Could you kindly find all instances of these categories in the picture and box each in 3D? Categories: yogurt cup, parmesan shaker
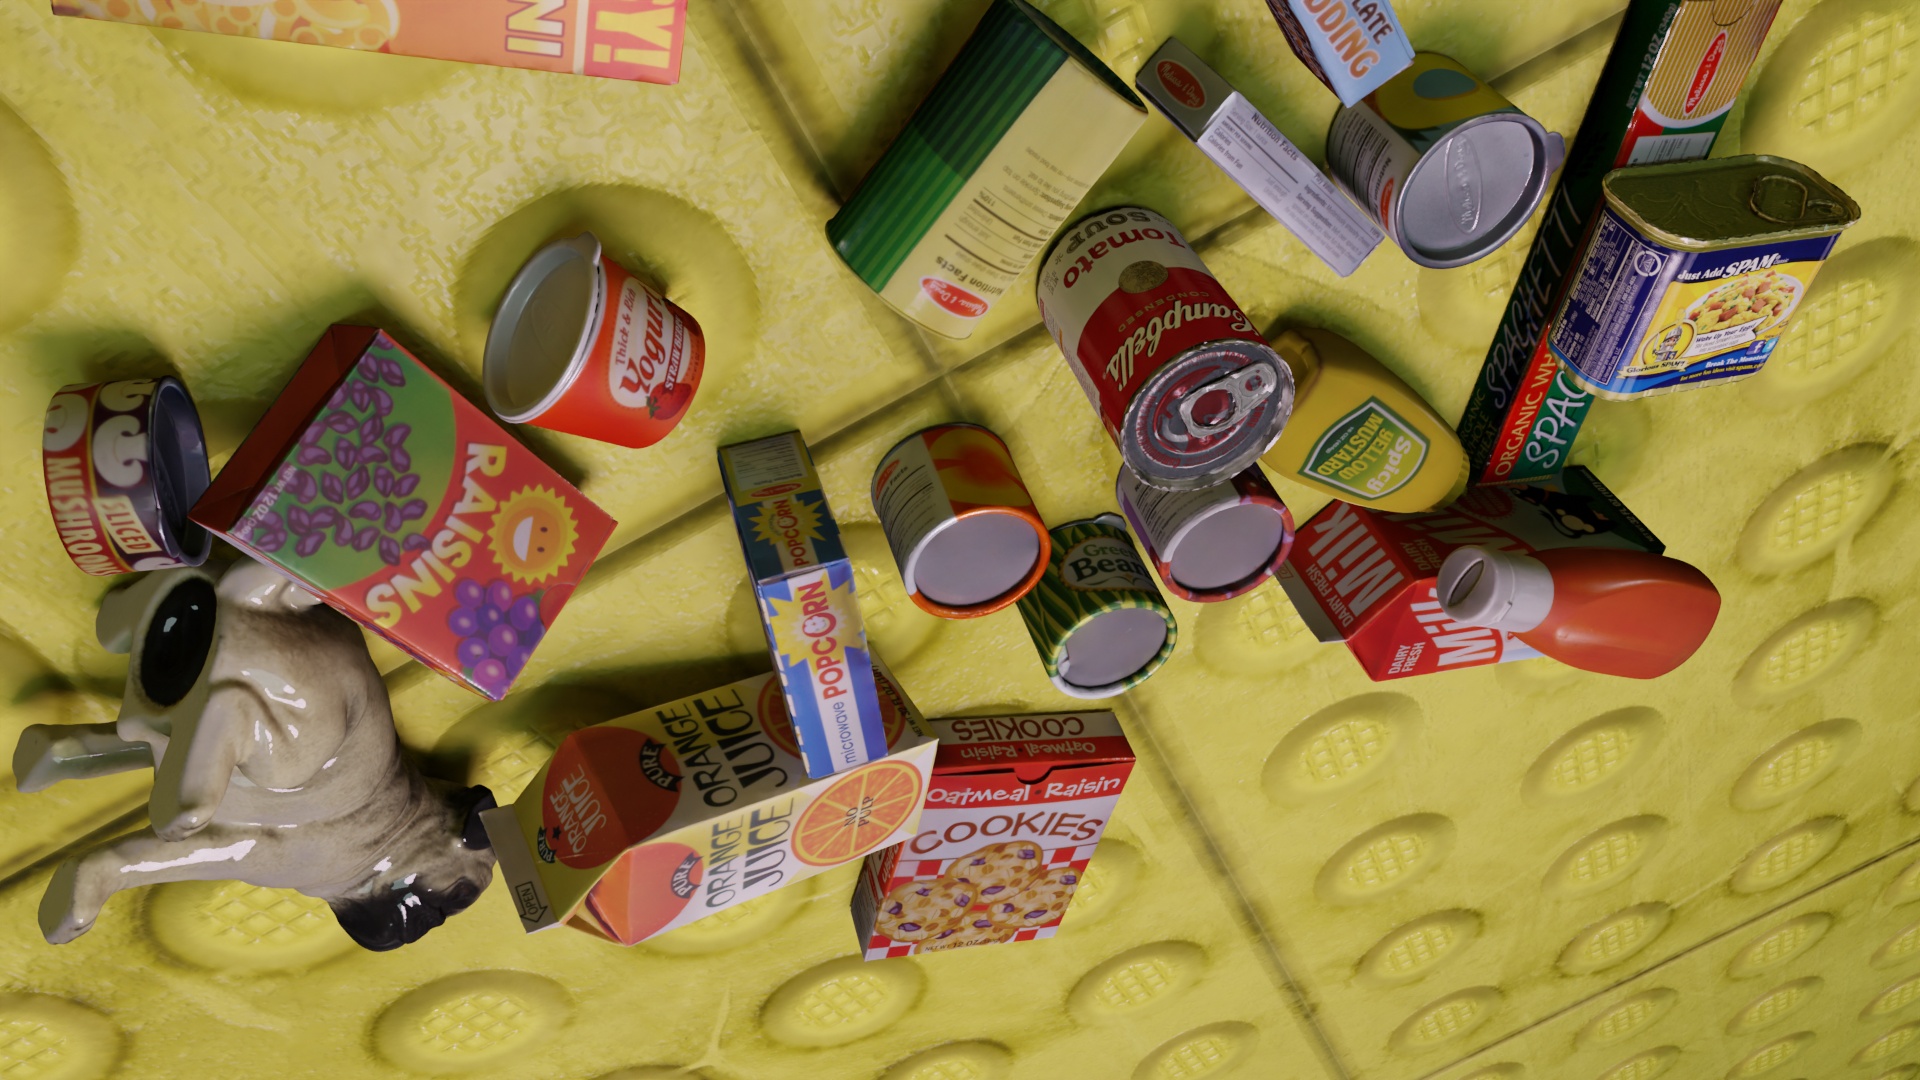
[{"bbox_3d":[-0.129,-0.066,0.495,0.072,0.072,0.054,-45,139,20],"label":"yogurt cup"},{"bbox_3d":[0.010,-0.130,0.491,0.071,0.071,0.102,24,118,-37],"label":"parmesan shaker"}]

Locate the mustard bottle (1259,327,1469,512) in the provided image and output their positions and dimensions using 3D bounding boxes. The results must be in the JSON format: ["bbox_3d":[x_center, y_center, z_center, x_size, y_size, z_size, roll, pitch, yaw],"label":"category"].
[{"bbox_3d":[0.196,-0.046,0.653,0.160,0.049,0.065,20,123,-35],"label":"mustard bottle"}]

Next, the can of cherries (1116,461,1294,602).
[{"bbox_3d":[0.115,-0.012,0.645,0.071,0.058,0.071,-11,133,-12],"label":"can of cherries"}]

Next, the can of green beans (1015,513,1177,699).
[{"bbox_3d":[0.064,0.034,0.667,0.071,0.058,0.071,-11,134,-12],"label":"can of green beans"}]

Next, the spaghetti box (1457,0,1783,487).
[{"bbox_3d":[0.287,-0.128,0.628,0.050,0.029,0.248,-7,133,-16],"label":"spaghetti box"}]

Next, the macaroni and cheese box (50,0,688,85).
[{"bbox_3d":[-0.156,-0.198,0.378,0.167,0.040,0.123,0,130,-21],"label":"macaroni and cheese box"}]

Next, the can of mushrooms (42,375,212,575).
[{"bbox_3d":[-0.280,-0.020,0.470,0.033,0.071,0.070,-6,133,-15],"label":"can of mushrooms"}]

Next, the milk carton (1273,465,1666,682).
[{"bbox_3d":[0.253,0.017,0.719,0.191,0.072,0.073,-7,132,-17],"label":"milk carton"}]

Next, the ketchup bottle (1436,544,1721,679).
[{"bbox_3d":[0.294,0.031,0.665,0.149,0.044,0.064,10,124,-28],"label":"ketchup bottle"}]

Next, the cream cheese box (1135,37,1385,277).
[{"bbox_3d":[0.115,-0.144,0.528,0.104,0.053,0.024,27,115,-38],"label":"cream cheese box"}]

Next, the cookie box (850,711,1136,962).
[{"bbox_3d":[0.015,0.169,0.785,0.123,0.040,0.166,0,131,-22],"label":"cookie box"}]

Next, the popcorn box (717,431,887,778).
[{"bbox_3d":[-0.066,0.029,0.591,0.038,0.085,0.126,-16,134,-9],"label":"popcorn box"}]

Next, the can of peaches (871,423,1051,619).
[{"bbox_3d":[0.002,-0.008,0.604,0.071,0.058,0.070,-11,133,-12],"label":"can of peaches"}]

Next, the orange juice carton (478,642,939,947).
[{"bbox_3d":[-0.113,0.118,0.633,0.193,0.072,0.072,-15,136,-29],"label":"orange juice carton"}]

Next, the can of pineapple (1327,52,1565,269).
[{"bbox_3d":[0.189,-0.150,0.548,0.071,0.058,0.070,-11,134,-12],"label":"can of pineapple"}]

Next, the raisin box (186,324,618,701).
[{"bbox_3d":[-0.197,-0.008,0.508,0.123,0.040,0.086,48,62,-44],"label":"raisin box"}]

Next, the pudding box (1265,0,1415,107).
[{"bbox_3d":[0.122,-0.197,0.484,0.030,0.050,0.083,-36,134,14],"label":"pudding box"}]
